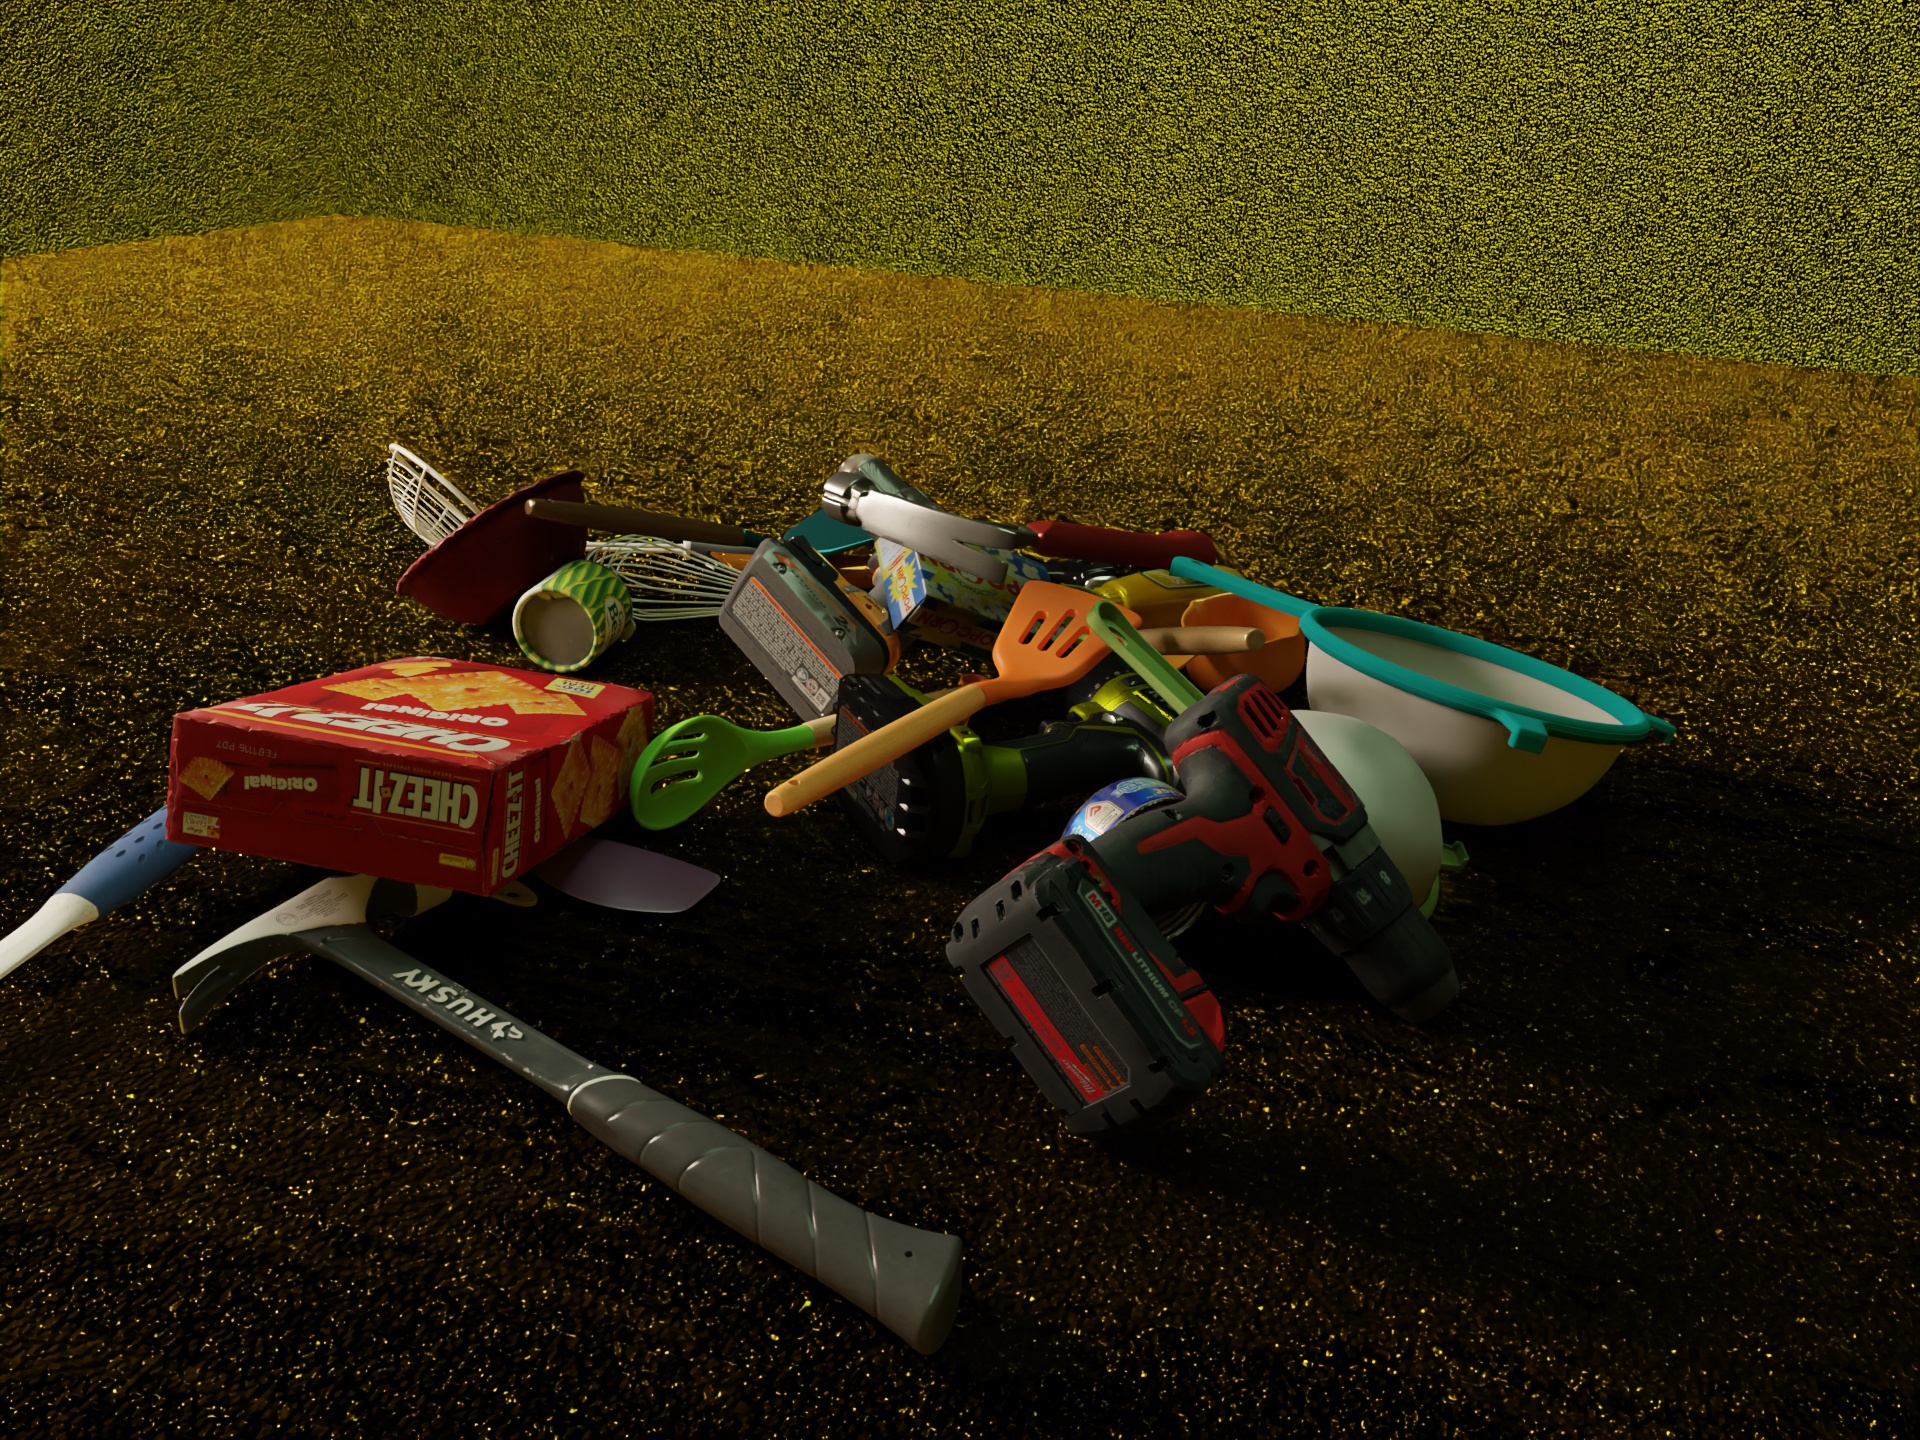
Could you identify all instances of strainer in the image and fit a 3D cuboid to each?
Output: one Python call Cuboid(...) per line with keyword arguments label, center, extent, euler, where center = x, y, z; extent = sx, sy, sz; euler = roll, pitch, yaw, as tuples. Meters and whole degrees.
Cuboid(label="strainer", center=(0.255, -0.016, 1.013), extent=(0.211, 0.095, 0.341), euler=(-2, 22, -45))
Cuboid(label="strainer", center=(0.173, 0.004, 0.876), extent=(0.256, 0.069, 0.151), euler=(46, 40, 19))

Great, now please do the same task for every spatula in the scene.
Cuboid(label="spatula", center=(-0.004, -0.015, 0.860), extent=(0.081, 0.041, 0.322), euler=(22, 27, 24))
Cuboid(label="spatula", center=(-0.280, 0.058, 0.886), extent=(0.316, 0.018, 0.060), euler=(14, 27, 21))
Cuboid(label="spatula", center=(-0.188, -0.154, 1.216), extent=(0.317, 0.044, 0.082), euler=(1, 23, -46))

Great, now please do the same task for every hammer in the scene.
Cuboid(label="hammer", center=(-0.429, 0.092, 0.746), extent=(0.144, 0.035, 0.406), euler=(8, 27, 12))
Cuboid(label="hammer", center=(0.078, -0.119, 1.073), extent=(0.149, 0.036, 0.359), euler=(25, 16, 36))
Cuboid(label="hammer", center=(-0.167, 0.152, 0.668), extent=(0.409, 0.036, 0.149), euler=(20, 30, 32))
Cuboid(label="hammer", center=(-0.043, -0.126, 1.315), extent=(0.337, 0.034, 0.127), euler=(-1, 25, -9))

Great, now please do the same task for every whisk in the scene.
Cuboid(label="whisk", center=(-0.149, -0.093, 1.209), extent=(0.284, 0.070, 0.070), euler=(10, 24, 2))

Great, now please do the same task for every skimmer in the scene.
Cuboid(label="skimmer", center=(-0.288, -0.174, 1.324), extent=(0.363, 0.090, 0.127), euler=(1, -8, -10))

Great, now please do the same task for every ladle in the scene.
Cuboid(label="ladle", center=(0.123, -0.063, 1.032), extent=(0.078, 0.062, 0.320), euler=(11, -1, -16))

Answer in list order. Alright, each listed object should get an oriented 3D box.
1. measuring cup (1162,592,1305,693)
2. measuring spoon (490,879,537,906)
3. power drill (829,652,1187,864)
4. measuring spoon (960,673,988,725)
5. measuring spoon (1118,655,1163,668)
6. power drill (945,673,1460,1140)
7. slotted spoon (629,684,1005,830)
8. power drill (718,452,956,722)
Cuboid(label="measuring cup", center=(0.173, -0.034, 1.121), extent=(0.173, 0.052, 0.095), euler=(-31, 36, -31))
Cuboid(label="measuring spoon", center=(-0.278, 0.081, 0.847), extent=(0.124, 0.018, 0.034), euler=(19, 23, 18))
Cuboid(label="power drill", center=(0.041, 0.012, 0.963), extent=(0.228, 0.080, 0.191), euler=(-6, 26, -26))
Cuboid(label="measuring spoon", center=(-0.002, -0.003, 1.076), extent=(0.021, 0.011, 0.117), euler=(10, 28, 9))
Cuboid(label="measuring spoon", center=(0.155, -0.055, 1.191), extent=(0.128, 0.021, 0.042), euler=(-10, 27, -26))
Cuboid(label="power drill", center=(0.124, 0.096, 0.720), extent=(0.227, 0.080, 0.188), euler=(-32, 83, -42))
Cuboid(label="slotted spoon", center=(-0.076, 0.007, 0.983), extent=(0.313, 0.070, 0.031), euler=(-14, 38, -43))
Cuboid(label="power drill", center=(-0.067, -0.103, 1.124), extent=(0.185, 0.084, 0.226), euler=(48, 38, 11))
